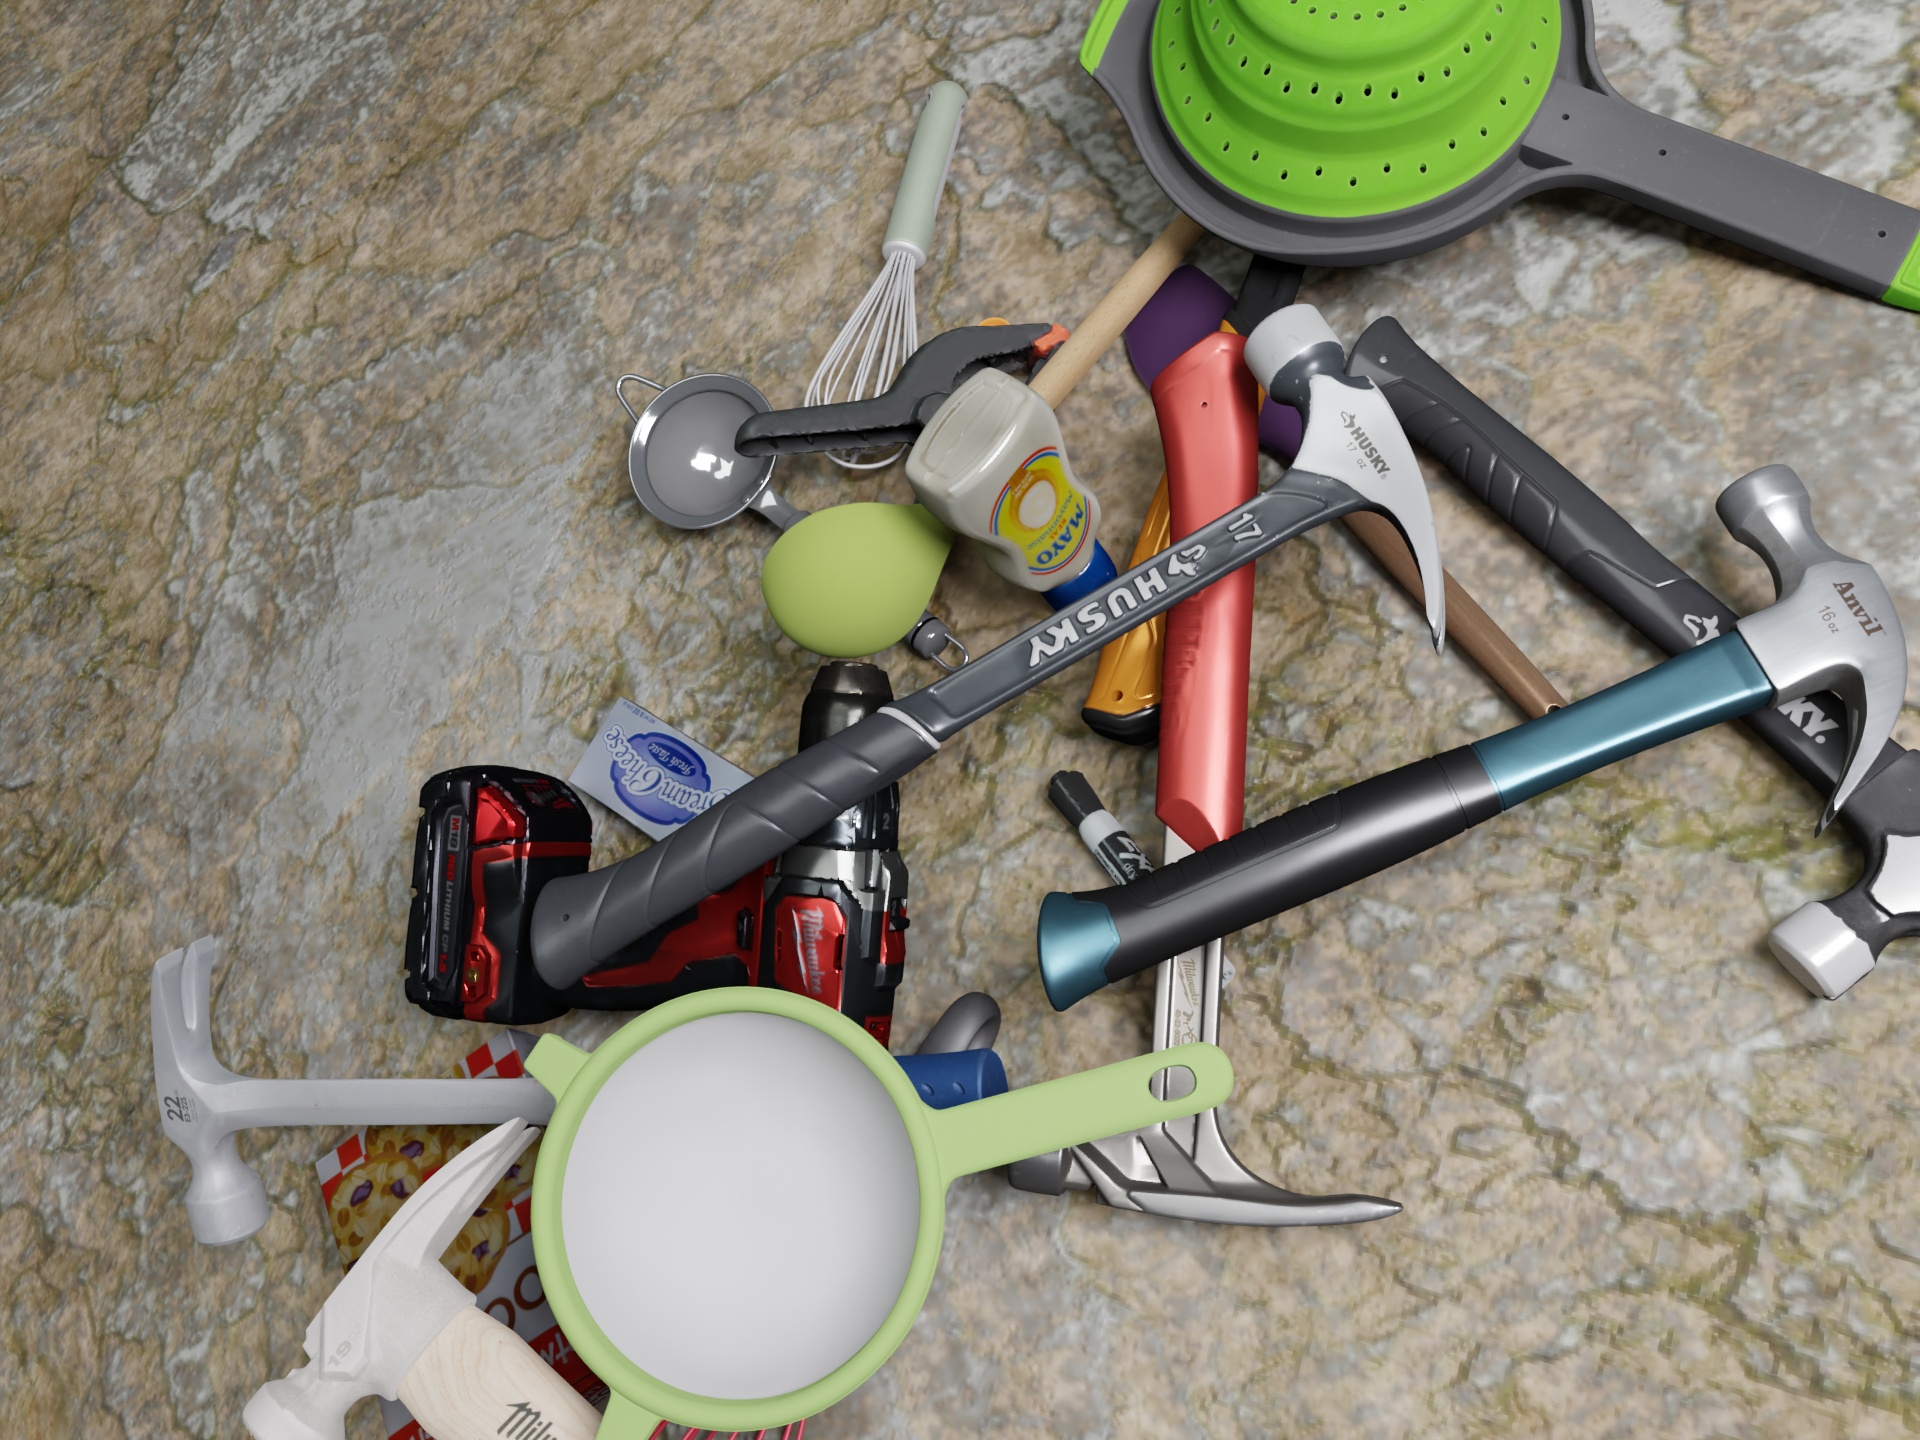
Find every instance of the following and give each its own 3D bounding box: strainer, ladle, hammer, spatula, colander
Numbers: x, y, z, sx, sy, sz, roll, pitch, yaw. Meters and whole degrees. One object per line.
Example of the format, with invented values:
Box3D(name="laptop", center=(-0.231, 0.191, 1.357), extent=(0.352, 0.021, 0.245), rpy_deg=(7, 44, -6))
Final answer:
Box3D(name="strainer", center=(-0.086, -0.100, 0.814), extent=(0.259, 0.050, 0.087), rpy_deg=(41, 92, 26))
Box3D(name="ladle", center=(0.025, -0.151, 0.744), extent=(0.062, 0.078, 0.320), rpy_deg=(25, 64, 30))
Box3D(name="hammer", center=(0.116, -0.151, 0.723), extent=(0.127, 0.034, 0.337), rpy_deg=(15, 79, 25))
Box3D(name="hammer", center=(-0.065, 0.318, 0.576), extent=(0.411, 0.038, 0.146), rpy_deg=(33, 72, 15))
Box3D(name="hammer", center=(0.107, 0.015, 0.643), extent=(0.149, 0.036, 0.359), rpy_deg=(2, 77, 14))
Box3D(name="hammer", center=(0.179, 0.025, 0.585), extent=(0.331, 0.033, 0.128), rpy_deg=(-24, 64, 6))
Box3D(name="spatula", center=(0.168, -0.102, 0.711), extent=(0.060, 0.018, 0.316), rpy_deg=(-39, 58, 7))
Box3D(name="strainer", center=(-0.025, 0.161, 0.586), extent=(0.256, 0.069, 0.151), rpy_deg=(-16, 76, 3))
Box3D(name="hammer", center=(-0.178, 0.157, 0.679), extent=(0.405, 0.035, 0.144), rpy_deg=(-5, 102, 19))
Box3D(name="hammer", center=(0.274, -0.060, 0.637), extent=(0.146, 0.035, 0.335), rpy_deg=(-41, 59, 5))
Box3D(name="hammer", center=(-0.001, -0.002, 0.635), extent=(0.409, 0.036, 0.149), rpy_deg=(-31, 64, 9))
Box3D(name="colander", center=(0.237, -0.269, 0.653), extent=(0.397, 0.094, 0.204), rpy_deg=(28, 84, 15))

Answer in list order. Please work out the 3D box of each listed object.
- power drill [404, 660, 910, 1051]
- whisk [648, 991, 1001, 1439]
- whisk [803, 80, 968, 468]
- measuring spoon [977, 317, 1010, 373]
Box3D(name="power drill", center=(-0.129, 0.063, 0.719), extent=(0.227, 0.080, 0.188), rpy_deg=(4, 88, 19))
Box3D(name="whisk", center=(-0.064, 0.242, 0.654), extent=(0.073, 0.073, 0.296), rpy_deg=(25, 76, 30))
Box3D(name="whisk", center=(-0.031, -0.241, 0.848), extent=(0.059, 0.057, 0.246), rpy_deg=(16, 70, -7))
Box3D(name="measuring spoon", center=(0.016, -0.151, 0.807), extent=(0.021, 0.011, 0.117), rpy_deg=(-1, 72, 8))
